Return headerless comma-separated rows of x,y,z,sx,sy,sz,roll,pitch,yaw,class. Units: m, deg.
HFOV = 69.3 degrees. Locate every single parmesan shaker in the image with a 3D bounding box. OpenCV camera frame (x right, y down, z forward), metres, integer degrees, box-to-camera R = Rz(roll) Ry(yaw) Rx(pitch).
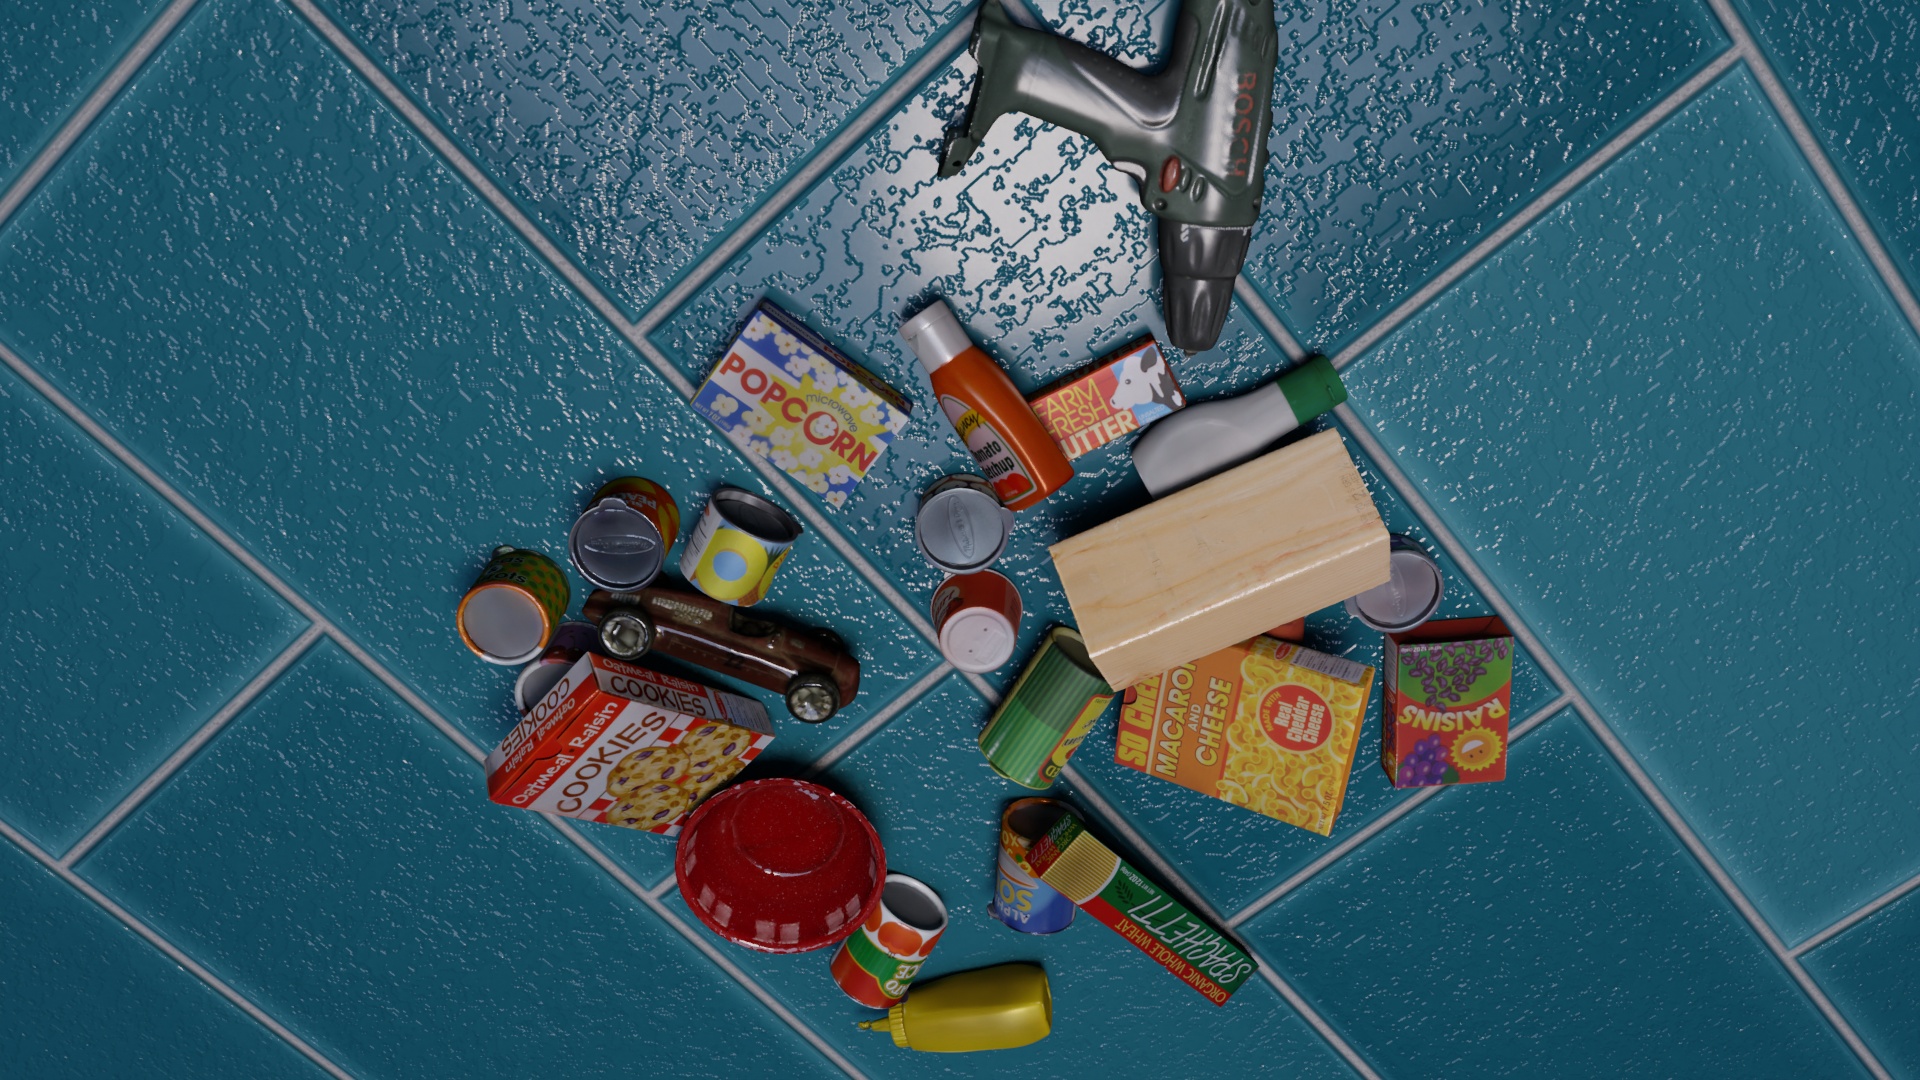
0.066,0.124,1.022,0.071,0.071,0.102,29,110,-12,parmesan shaker

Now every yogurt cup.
0.012,0.060,1.005,0.072,0.054,0.072,0,114,0,yogurt cup

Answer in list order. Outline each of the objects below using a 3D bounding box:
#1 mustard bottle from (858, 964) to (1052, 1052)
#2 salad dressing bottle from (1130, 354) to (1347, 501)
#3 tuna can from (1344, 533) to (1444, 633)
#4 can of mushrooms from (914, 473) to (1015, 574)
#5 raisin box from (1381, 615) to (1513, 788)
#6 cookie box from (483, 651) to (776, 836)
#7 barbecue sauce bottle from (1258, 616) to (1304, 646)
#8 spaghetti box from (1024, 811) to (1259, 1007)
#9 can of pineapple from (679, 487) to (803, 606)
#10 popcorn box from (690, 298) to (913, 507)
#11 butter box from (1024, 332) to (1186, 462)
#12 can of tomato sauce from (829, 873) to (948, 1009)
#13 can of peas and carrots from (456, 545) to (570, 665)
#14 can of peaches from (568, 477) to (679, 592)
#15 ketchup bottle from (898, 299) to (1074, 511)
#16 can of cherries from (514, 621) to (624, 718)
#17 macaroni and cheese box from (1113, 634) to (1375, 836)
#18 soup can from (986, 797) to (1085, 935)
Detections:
-0.006,0.388,1.139,0.160,0.065,0.048,-11,107,11,mustard bottle
0.192,-0.076,0.955,0.147,0.044,0.064,-29,117,10,salad dressing bottle
0.309,0.032,1.006,0.071,0.033,0.070,0,113,0,tuna can
0.004,-0.012,0.986,0.071,0.033,0.070,0,112,0,can of mushrooms
0.363,0.122,1.040,0.086,0.040,0.123,-5,111,1,raisin box
-0.236,0.152,1.004,0.122,0.040,0.167,-45,140,17,cookie box
0.236,0.112,1.033,0.065,0.044,0.148,-2,112,7,barbecue sauce bottle
0.146,0.290,1.076,0.050,0.029,0.249,-47,122,2,spaghetti box
-0.154,0.005,0.975,0.071,0.071,0.057,26,111,-11,can of pineapple
-0.108,-0.093,0.949,0.126,0.038,0.085,35,108,-14,popcorn box
0.097,-0.096,0.957,0.103,0.024,0.053,-26,110,10,butter box
-0.055,0.319,1.105,0.071,0.071,0.082,26,110,-10,can of tomato sauce
-0.321,0.046,0.995,0.071,0.059,0.070,0,113,-1,can of peas and carrots
-0.234,-0.007,0.974,0.071,0.058,0.071,0,112,1,can of peaches
0.015,-0.092,0.936,0.044,0.064,0.148,-38,97,-27,ketchup bottle
-0.284,0.102,1.019,0.071,0.058,0.071,0,113,0,can of cherries
0.201,0.127,1.004,0.166,0.040,0.123,16,114,22,macaroni and cheese box
0.058,0.252,1.078,0.071,0.071,0.083,3,112,-2,soup can
